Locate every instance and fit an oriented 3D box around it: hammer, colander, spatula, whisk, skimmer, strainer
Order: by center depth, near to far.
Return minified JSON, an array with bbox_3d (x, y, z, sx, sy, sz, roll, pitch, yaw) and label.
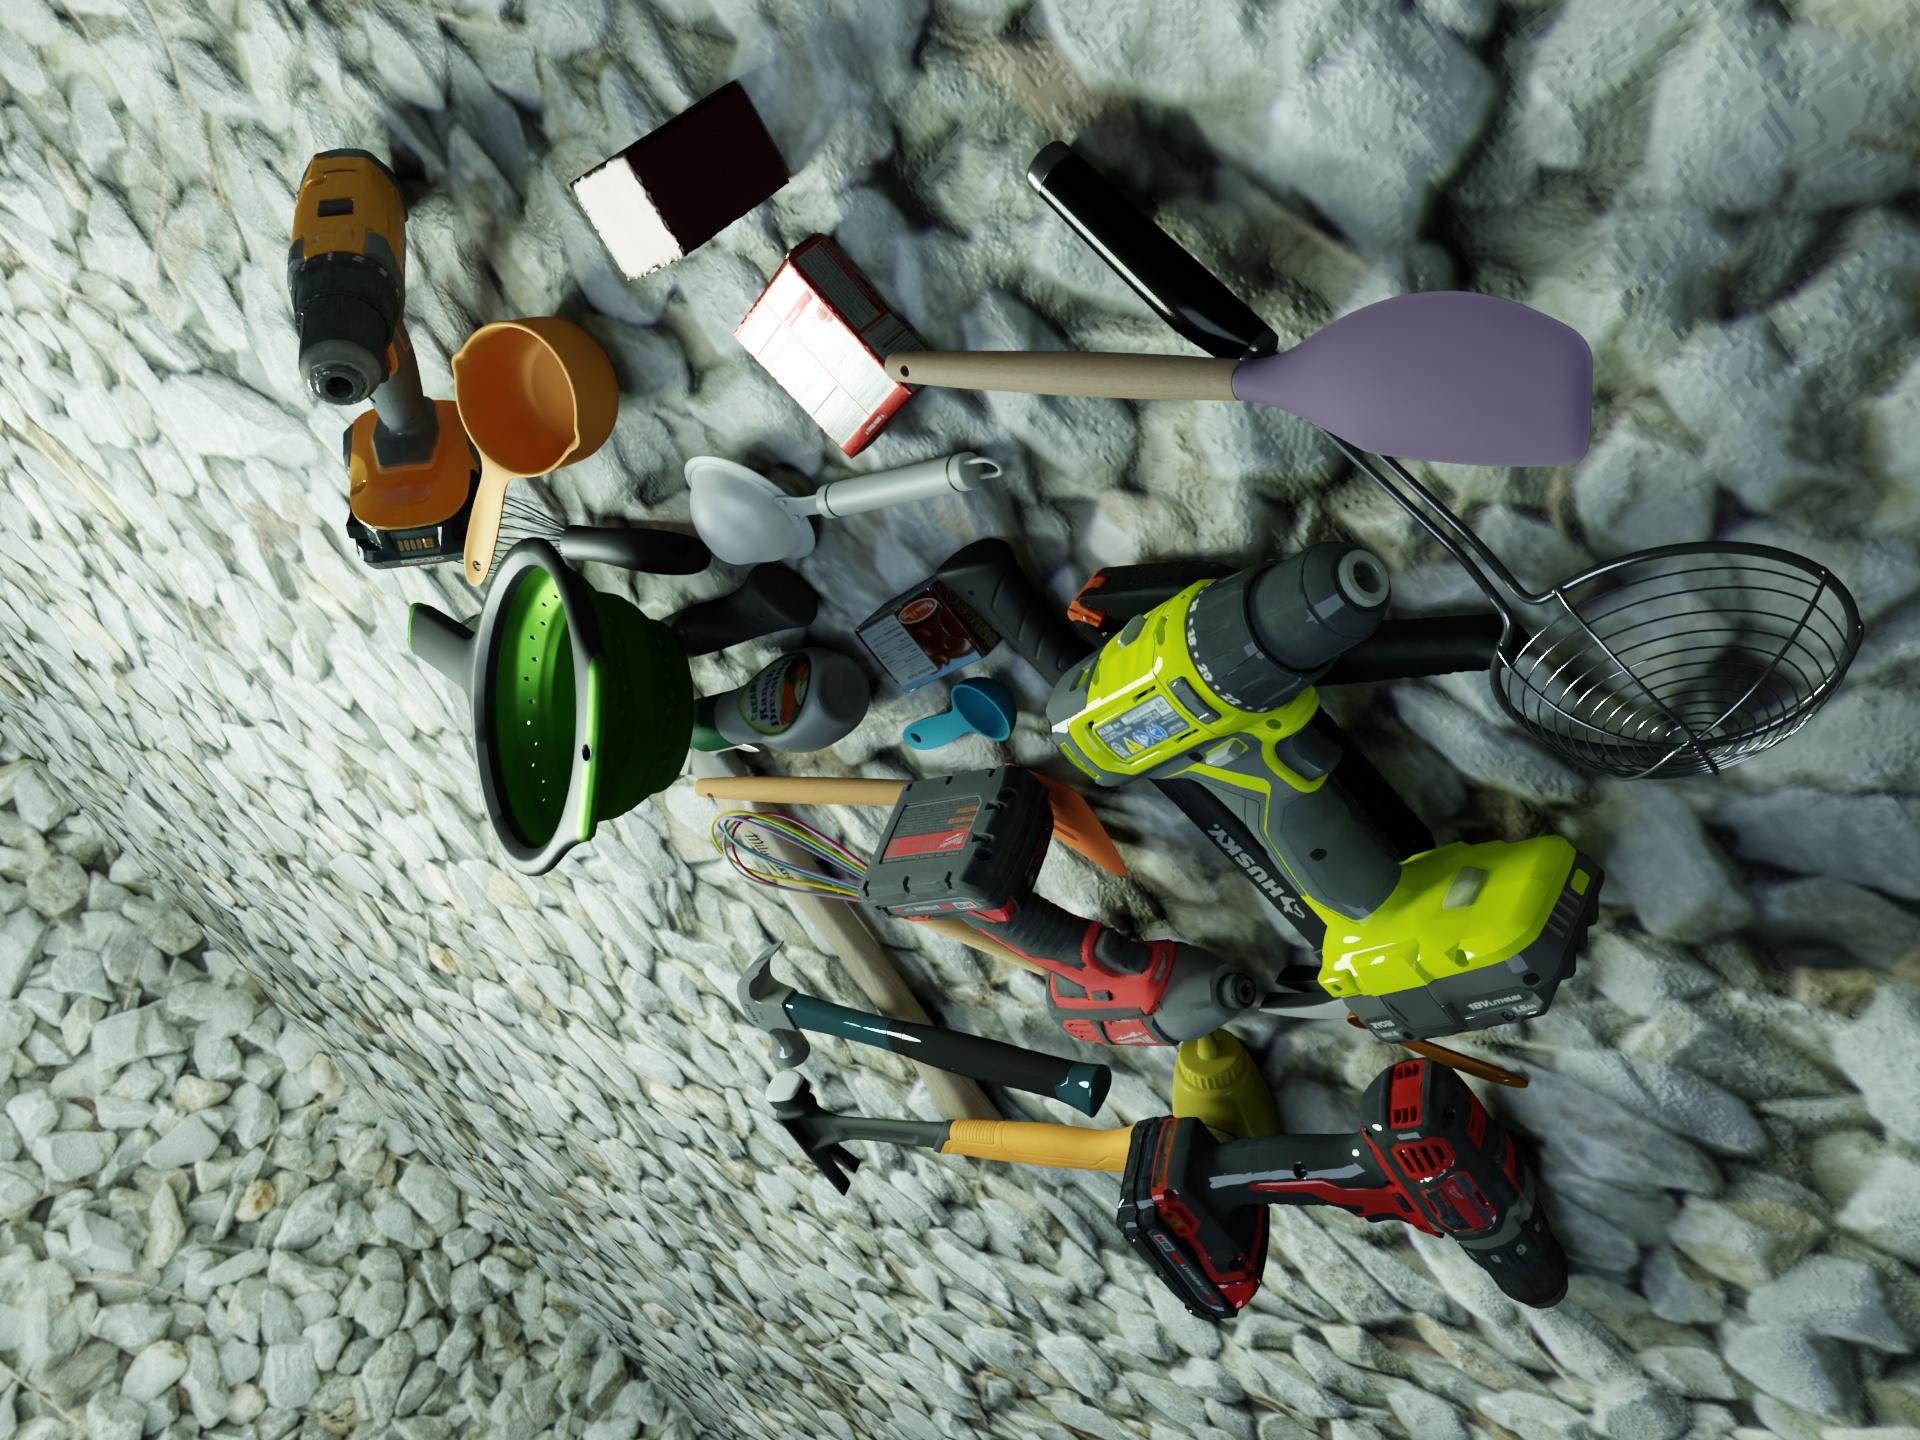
[{"bbox_3d":[0.087,-0.135,0.615,0.316,0.018,0.059,12,120,41],"label":"spatula"},{"bbox_3d":[0.176,-0.113,0.623,0.363,0.090,0.127,46,144,13],"label":"skimmer"},{"bbox_3d":[0.113,0.032,0.838,0.335,0.035,0.146,45,145,-3],"label":"hammer"},{"bbox_3d":[-0.076,-0.118,0.861,0.258,0.050,0.086,-4,141,43],"label":"strainer"},{"bbox_3d":[-0.045,0.052,0.986,0.323,0.041,0.080,0,140,33],"label":"spatula"},{"bbox_3d":[-0.253,-0.114,1.035,0.239,0.055,0.055,9,134,34],"label":"whisk"},{"bbox_3d":[-0.271,-0.028,1.048,0.397,0.094,0.204,23,110,53],"label":"colander"},{"bbox_3d":[-0.052,0.115,1.052,0.245,0.051,0.047,22,100,3],"label":"whisk"},{"bbox_3d":[-0.224,-0.042,1.094,0.409,0.036,0.149,-12,120,50],"label":"hammer"},{"bbox_3d":[-0.034,0.232,1.147,0.331,0.033,0.128,6,133,37],"label":"hammer"},{"bbox_3d":[-0.074,0.165,1.170,0.146,0.038,0.410,-9,121,48],"label":"hammer"},{"bbox_3d":[0.011,0.321,1.200,0.337,0.034,0.127,-6,128,34],"label":"hammer"}]

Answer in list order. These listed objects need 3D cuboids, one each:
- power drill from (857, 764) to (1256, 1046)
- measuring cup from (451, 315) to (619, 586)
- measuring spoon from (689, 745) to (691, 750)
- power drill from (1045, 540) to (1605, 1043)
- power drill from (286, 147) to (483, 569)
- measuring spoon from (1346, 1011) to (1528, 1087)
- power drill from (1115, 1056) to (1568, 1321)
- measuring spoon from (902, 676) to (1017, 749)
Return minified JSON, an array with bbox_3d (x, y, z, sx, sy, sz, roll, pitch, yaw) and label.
[{"bbox_3d":[0.062,0.119,0.914,0.219,0.079,0.143,39,149,-28],"label":"power drill"},{"bbox_3d":[-0.256,-0.156,0.939,0.095,0.052,0.173,33,123,12],"label":"measuring cup"},{"bbox_3d":[-0.237,-0.007,1.106,0.124,0.018,0.034,22,136,15],"label":"measuring spoon"},{"bbox_3d":[0.165,0.030,0.687,0.228,0.080,0.190,44,147,-9],"label":"power drill"},{"bbox_3d":[-0.339,-0.189,0.934,0.226,0.084,0.186,93,166,-50],"label":"power drill"},{"bbox_3d":[0.254,0.172,0.841,0.116,0.011,0.021,23,154,-16],"label":"measuring spoon"},{"bbox_3d":[0.227,0.290,0.934,0.226,0.080,0.187,-22,119,32],"label":"power drill"},{"bbox_3d":[-0.001,-0.003,0.937,0.042,0.021,0.128,48,155,-10],"label":"measuring spoon"}]
